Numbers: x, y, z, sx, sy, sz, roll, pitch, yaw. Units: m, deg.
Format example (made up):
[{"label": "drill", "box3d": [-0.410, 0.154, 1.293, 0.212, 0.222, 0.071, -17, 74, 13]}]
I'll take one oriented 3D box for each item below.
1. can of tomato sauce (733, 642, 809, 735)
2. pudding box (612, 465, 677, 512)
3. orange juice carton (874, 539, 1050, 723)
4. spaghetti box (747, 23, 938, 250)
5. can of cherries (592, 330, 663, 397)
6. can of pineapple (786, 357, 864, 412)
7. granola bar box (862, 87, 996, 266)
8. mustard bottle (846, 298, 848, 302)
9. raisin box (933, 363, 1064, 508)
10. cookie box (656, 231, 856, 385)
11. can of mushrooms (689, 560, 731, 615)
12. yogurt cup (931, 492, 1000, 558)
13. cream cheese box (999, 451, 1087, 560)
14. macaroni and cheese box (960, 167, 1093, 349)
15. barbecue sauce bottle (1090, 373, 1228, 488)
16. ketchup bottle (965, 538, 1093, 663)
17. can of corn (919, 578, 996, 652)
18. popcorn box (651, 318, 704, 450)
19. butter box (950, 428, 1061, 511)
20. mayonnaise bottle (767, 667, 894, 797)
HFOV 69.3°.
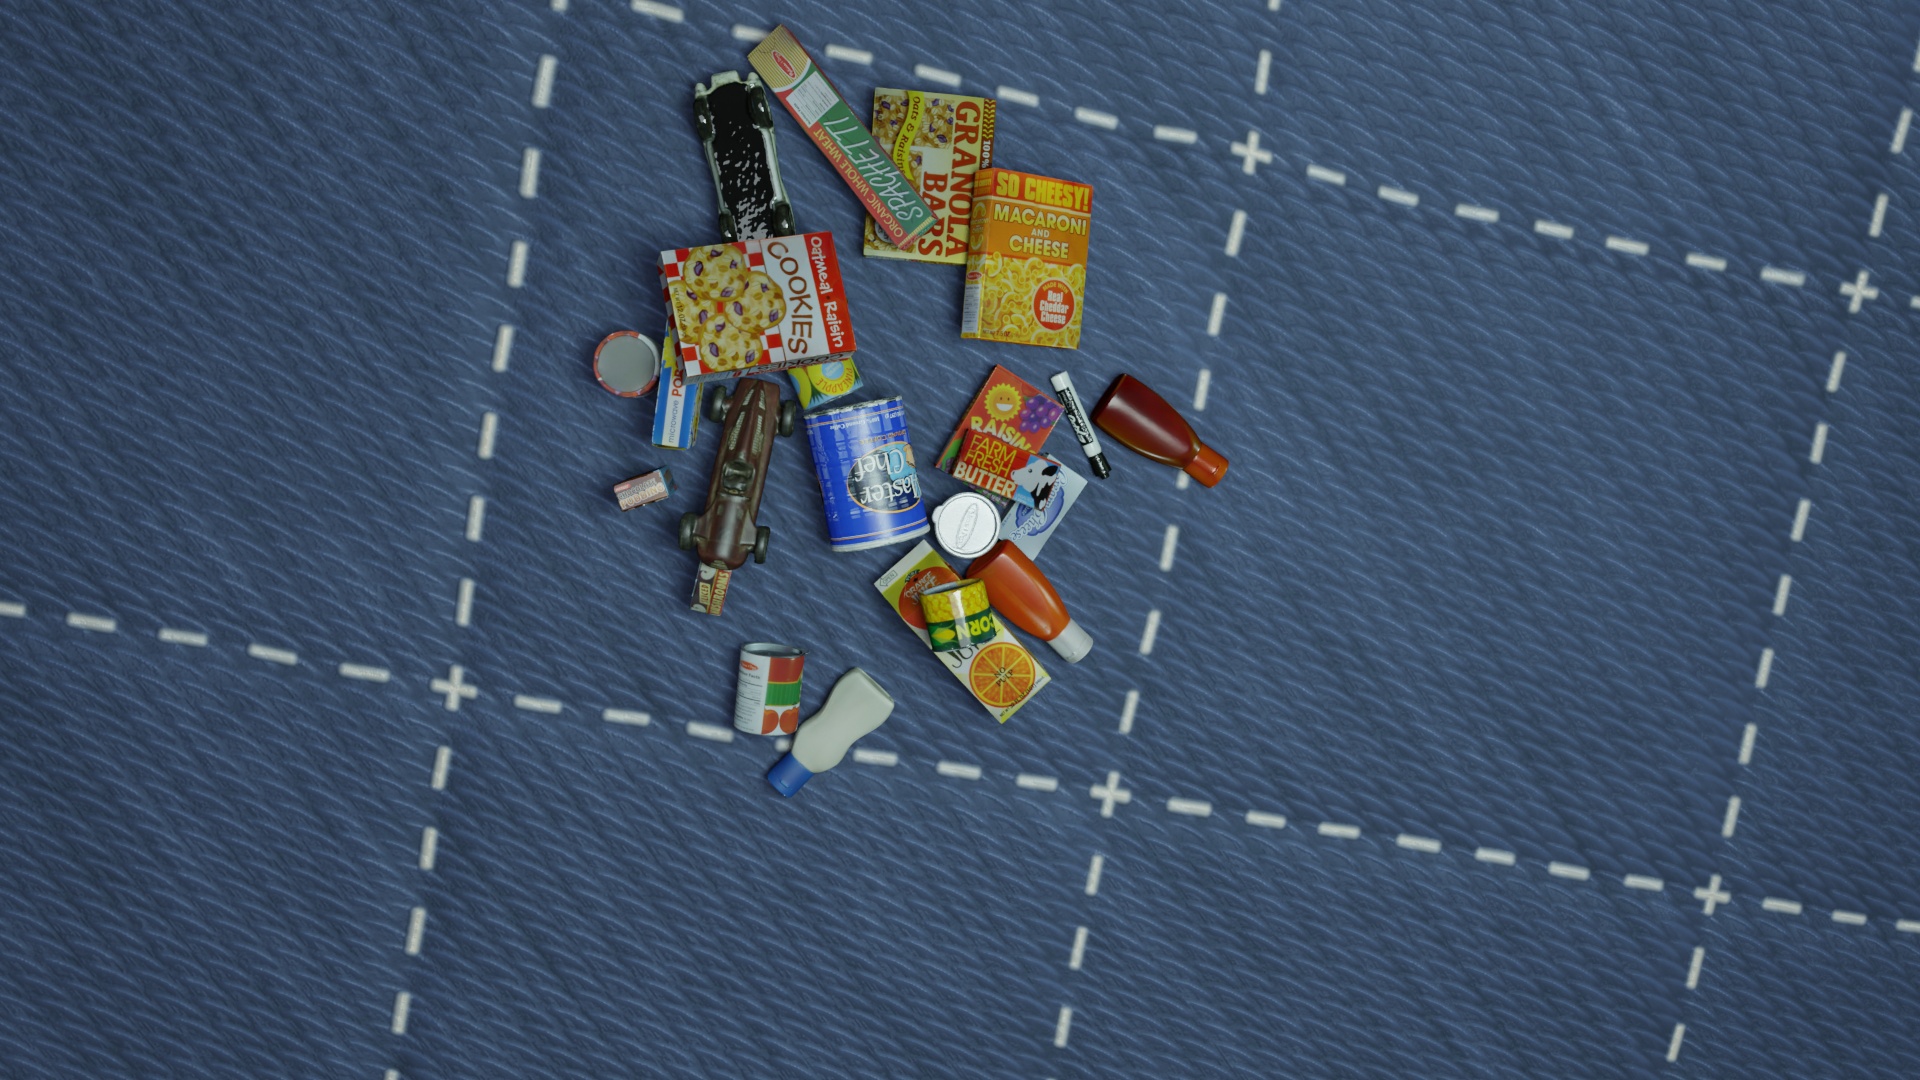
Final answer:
[{"label": "can of tomato sauce", "box3d": [-0.195, 0.152, 1.431, 0.071, 0.071, 0.083, 6, 96, -6]}, {"label": "pudding box", "box3d": [-0.314, -0.052, 1.388, 0.050, 0.084, 0.030, -19, 98, -3]}, {"label": "orange juice carton", "box3d": [0.001, 0.091, 1.440, 0.072, 0.073, 0.192, -43, 98, 0]}, {"label": "spaghetti box", "box3d": [-0.115, -0.395, 1.368, 0.050, 0.029, 0.250, -39, 85, 13]}, {"label": "can of cherries", "box3d": [-0.332, -0.174, 1.386, 0.071, 0.058, 0.071, -1, 96, -6]}, {"label": "can of pineapple", "box3d": [-0.138, -0.168, 1.401, 0.071, 0.071, 0.057, -24, 98, -3]}, {"label": "granola bar box", "box3d": [-0.032, -0.365, 1.406, 0.124, 0.039, 0.165, 4, 95, -5]}, {"label": "mustard bottle", "box3d": [-0.190, -0.212, 1.401, 0.160, 0.049, 0.065, -39, 97, -1]}, {"label": "raisin box", "box3d": [0.040, -0.108, 1.440, 0.086, 0.040, 0.123, 31, 92, -7]}, {"label": "cookie box", "box3d": [-0.194, -0.224, 1.332, 0.168, 0.040, 0.123, -11, 86, -19]}, {"label": "can of mushrooms", "box3d": [-0.252, 0.043, 1.411, 0.033, 0.071, 0.071, 15, 95, -9]}, {"label": "yogurt cup", "box3d": [0.005, -0.018, 1.438, 0.072, 0.054, 0.072, -1, 96, -6]}, {"label": "cream cheese box", "box3d": [0.083, -0.036, 1.460, 0.053, 0.024, 0.103, 34, 92, -9]}, {"label": "macaroni and cheese box", "box3d": [0.067, -0.282, 1.402, 0.124, 0.040, 0.166, 2, 96, -31]}, {"label": "barbecue sauce bottle", "box3d": [0.212, -0.110, 1.455, 0.148, 0.044, 0.065, 34, 92, -9]}, {"label": "ketchup bottle", "box3d": [0.077, 0.068, 1.456, 0.148, 0.044, 0.064, 45, 124, -13]}, {"label": "can of corn", "box3d": [-0.001, 0.073, 1.365, 0.071, 0.071, 0.058, -14, 95, -4]}, {"label": "popcorn box", "box3d": [-0.277, -0.155, 1.380, 0.038, 0.085, 0.126, 8, 96, -6]}, {"label": "butter box", "box3d": [0.046, -0.072, 1.412, 0.103, 0.024, 0.053, 21, 95, -8]}, {"label": "mayonnaise bottle", "box3d": [-0.139, 0.204, 1.455, 0.064, 0.041, 0.148, 44, 91, -7]}]
